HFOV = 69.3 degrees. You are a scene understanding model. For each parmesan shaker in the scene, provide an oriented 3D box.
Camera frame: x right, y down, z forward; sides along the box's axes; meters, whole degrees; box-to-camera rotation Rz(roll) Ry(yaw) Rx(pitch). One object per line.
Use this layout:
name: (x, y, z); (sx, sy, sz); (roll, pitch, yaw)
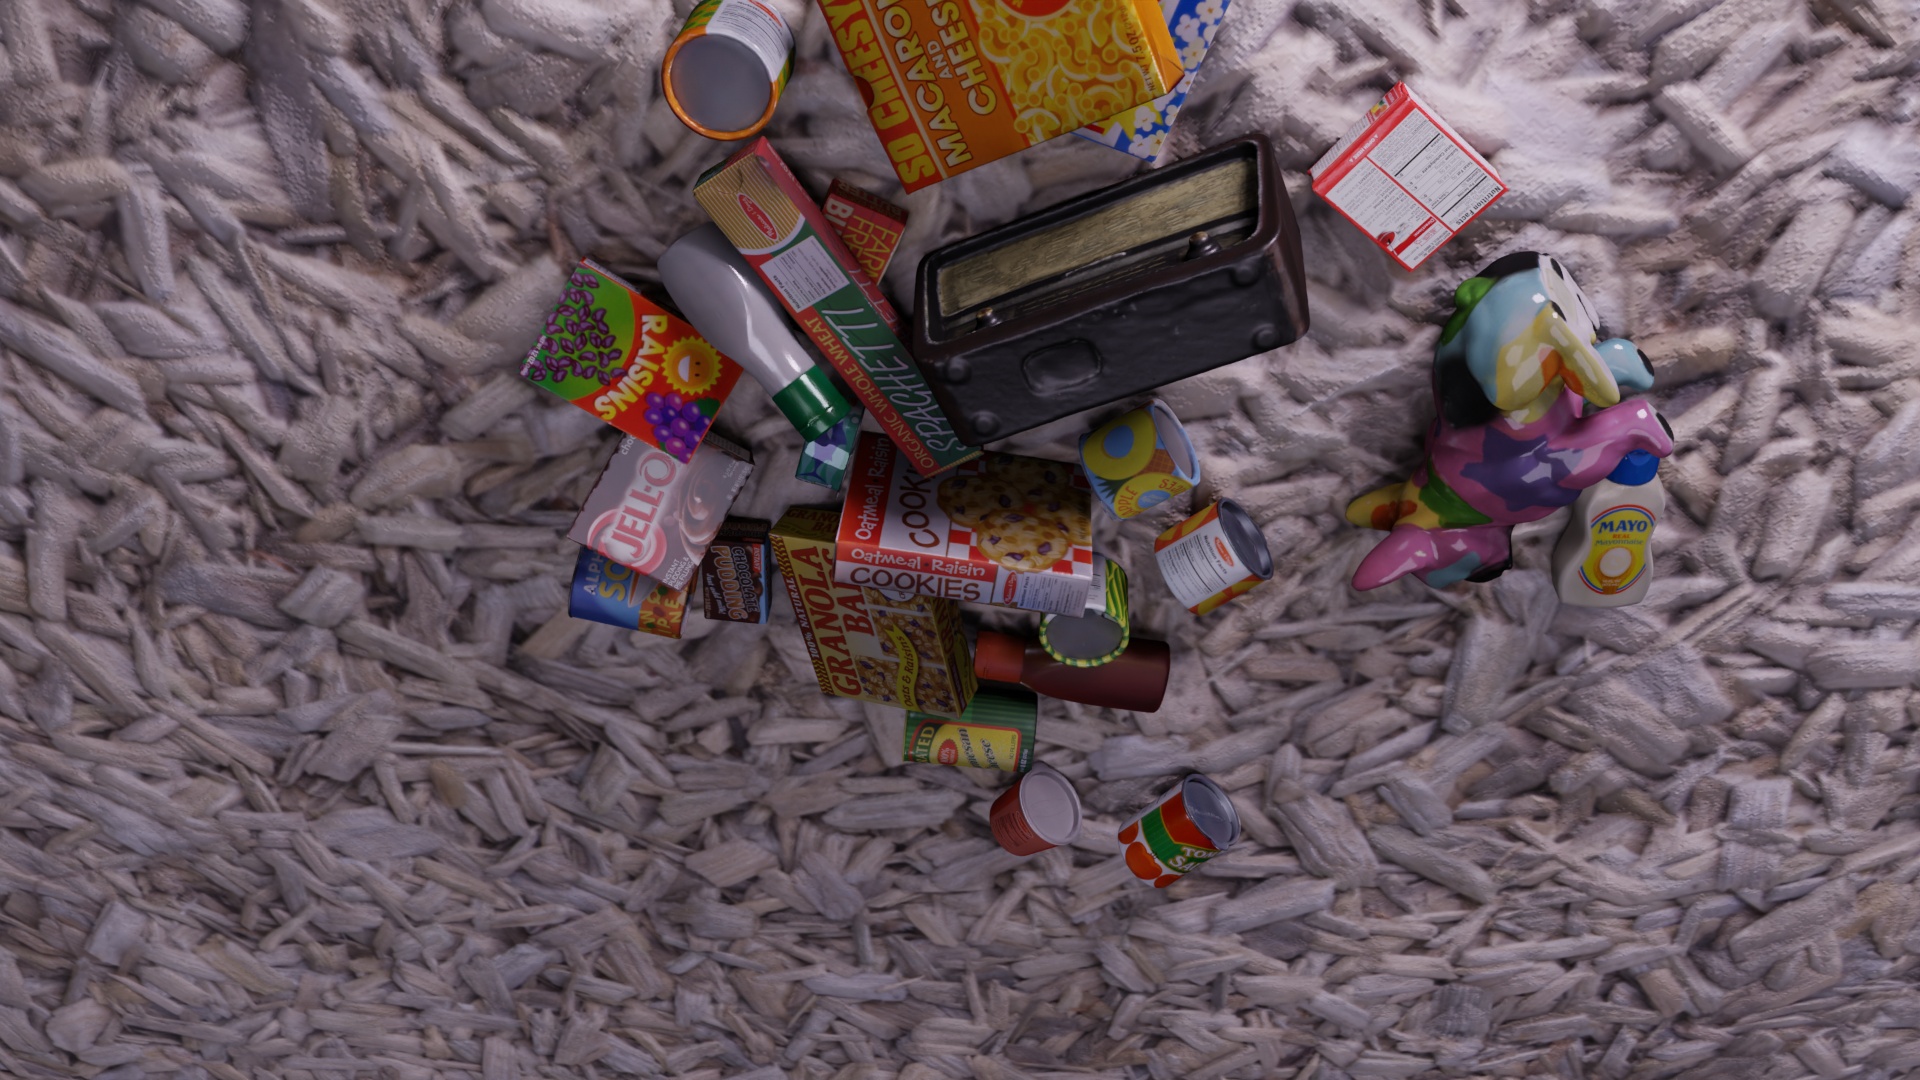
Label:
parmesan shaker: (0.008, 0.147, 1.111); (0.103, 0.072, 0.071); (5, 130, 1)

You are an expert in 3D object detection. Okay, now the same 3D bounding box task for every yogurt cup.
yogurt cup: (0.062, 0.234, 1.182); (0.072, 0.073, 0.053); (34, 133, -21)

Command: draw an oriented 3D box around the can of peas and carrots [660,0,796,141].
can of peas and carrots: (-0.131, -0.266, 0.785); (0.071, 0.059, 0.070); (3, 130, 4)

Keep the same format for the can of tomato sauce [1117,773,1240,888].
can of tomato sauce: (0.185, 0.249, 1.177); (0.071, 0.071, 0.082); (32, 126, -20)

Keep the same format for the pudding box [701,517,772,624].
pudding box: (-0.168, 0.023, 1.048); (0.050, 0.030, 0.083); (6, 130, 0)

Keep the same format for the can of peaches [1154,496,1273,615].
can of peaches: (0.180, 0.012, 0.984); (0.058, 0.071, 0.071); (-33, 120, 28)

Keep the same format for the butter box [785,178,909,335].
butter box: (-0.076, -0.173, 0.879); (0.053, 0.024, 0.103); (21, 129, -13)

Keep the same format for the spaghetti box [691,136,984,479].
spaghetti box: (-0.070, -0.138, 0.872); (0.050, 0.029, 0.249); (-24, 125, 22)

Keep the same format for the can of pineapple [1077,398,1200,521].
can of pineapple: (0.121, -0.053, 0.932); (0.057, 0.071, 0.071); (-27, 122, 25)

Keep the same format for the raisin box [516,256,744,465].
raisin box: (-0.213, -0.116, 0.908); (0.123, 0.040, 0.086); (29, 96, -17)

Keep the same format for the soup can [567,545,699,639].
soup can: (-0.243, 0.032, 1.038); (0.084, 0.072, 0.071); (12, 130, -6)

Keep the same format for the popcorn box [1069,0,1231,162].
popcorn box: (0.093, -0.282, 0.764); (0.085, 0.038, 0.126); (18, 129, -8)

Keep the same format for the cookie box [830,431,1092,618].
cookie box: (0.003, -0.012, 0.941); (0.167, 0.123, 0.040); (8, 129, -2)

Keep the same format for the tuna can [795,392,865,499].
tuna can: (-0.089, -0.066, 0.941); (0.033, 0.071, 0.070); (17, 129, -6)

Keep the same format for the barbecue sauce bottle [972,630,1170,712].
barbecue sauce bottle: (0.084, 0.098, 1.078); (0.149, 0.044, 0.064); (7, 135, 0)

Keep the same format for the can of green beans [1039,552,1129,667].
can of green beans: (0.092, 0.052, 1.029); (0.071, 0.058, 0.071); (3, 130, 3)

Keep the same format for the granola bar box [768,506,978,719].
granola bar box: (-0.062, 0.054, 1.036); (0.124, 0.039, 0.164); (8, 132, 24)

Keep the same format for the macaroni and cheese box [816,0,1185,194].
macaroni and cheese box: (0.018, -0.271, 0.740); (0.166, 0.040, 0.123); (-13, 114, 31)

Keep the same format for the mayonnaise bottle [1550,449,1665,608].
mayonnaise bottle: (0.447, -0.019, 0.947); (0.065, 0.041, 0.147); (-1, 130, 9)

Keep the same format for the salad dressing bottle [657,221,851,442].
salad dressing bottle: (-0.128, -0.130, 0.877); (0.064, 0.044, 0.147); (-29, 103, 45)
